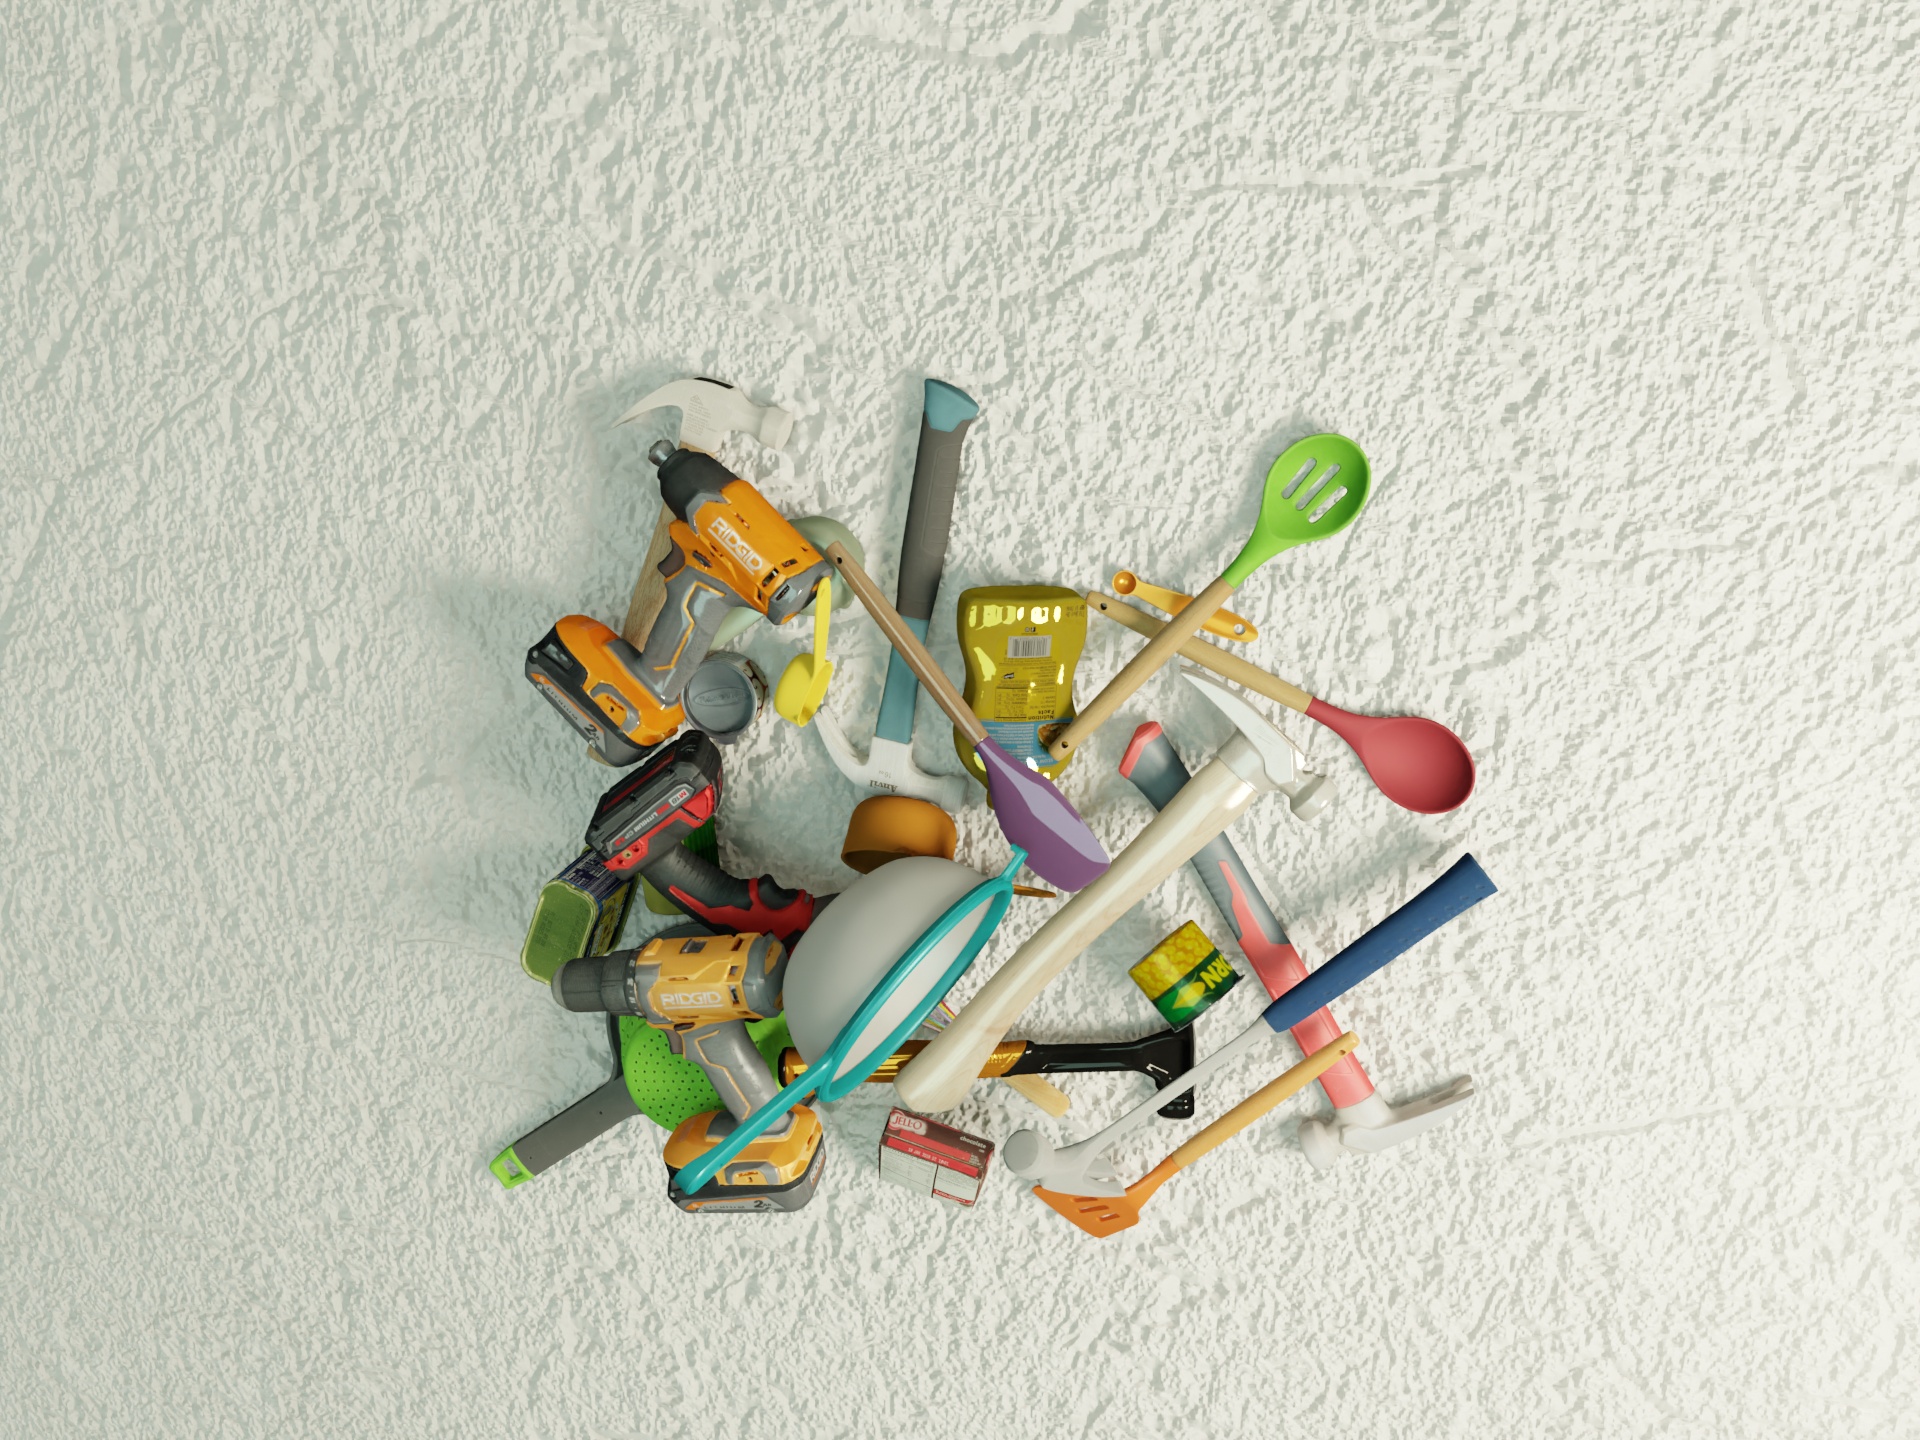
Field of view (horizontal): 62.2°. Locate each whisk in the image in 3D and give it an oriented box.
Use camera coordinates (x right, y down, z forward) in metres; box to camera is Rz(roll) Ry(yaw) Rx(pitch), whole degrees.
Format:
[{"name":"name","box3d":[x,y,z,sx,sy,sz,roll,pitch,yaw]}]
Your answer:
[{"name":"whisk","box3d":[-0.011,0.252,1.316,0.245,0.051,0.047,37,97,-6]}]

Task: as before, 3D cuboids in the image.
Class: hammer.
[{"name":"hammer","box3d":[-0.242,-0.113,1.264,0.130,0.031,0.331,23,110,5]},{"name":"hammer","box3d":[-0.033,-0.094,1.221,0.128,0.033,0.331,13,109,8]},{"name":"hammer","box3d":[0.087,0.144,1.206,0.146,0.038,0.410,43,104,-2]},{"name":"hammer","box3d":[0.224,0.233,1.191,0.405,0.143,0.035,-38,51,10]},{"name":"hammer","box3d":[0.021,0.266,1.281,0.337,0.034,0.127,-3,106,1]},{"name":"hammer","box3d":[0.248,0.164,1.231,0.143,0.038,0.386,-28,98,18]}]

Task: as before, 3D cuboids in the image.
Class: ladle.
[{"name":"ladle","box3d":[0.235,-0.022,1.185,0.315,0.031,0.069,27,110,6]}]

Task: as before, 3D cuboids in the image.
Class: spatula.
[{"name":"spatula","box3d":[-0.002,-0.004,1.178,0.059,0.018,0.316,-37,89,23]},{"name":"spatula","box3d":[0.191,0.332,1.272,0.081,0.041,0.322,40,116,-16]}]

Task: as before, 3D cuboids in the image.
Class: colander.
[{"name":"colander","box3d":[-0.280,0.325,1.370,0.397,0.094,0.204,-35,96,20]}]

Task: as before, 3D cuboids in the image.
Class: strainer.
[{"name":"strainer","box3d":[-0.101,0.200,1.134,0.095,0.340,0.210,41,136,15]}]

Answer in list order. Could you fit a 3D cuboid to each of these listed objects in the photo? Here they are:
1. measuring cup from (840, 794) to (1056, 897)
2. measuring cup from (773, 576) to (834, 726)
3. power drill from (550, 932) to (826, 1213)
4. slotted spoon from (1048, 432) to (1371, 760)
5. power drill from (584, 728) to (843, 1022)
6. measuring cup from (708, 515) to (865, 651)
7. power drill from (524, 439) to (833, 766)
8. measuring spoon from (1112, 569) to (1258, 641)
[{"name":"measuring cup","box3d":[-0.005,0.101,1.256,0.173,0.095,0.052,12,69,-6]},{"name":"measuring cup","box3d":[-0.119,-0.057,1.212,0.029,0.062,0.156,23,140,10]},{"name":"power drill","box3d":[-0.208,0.269,1.230,0.185,0.084,0.226,-5,113,15]},{"name":"slotted spoon","box3d":[0.175,-0.084,1.159,0.070,0.031,0.313,45,103,2]},{"name":"power drill","box3d":[-0.175,0.122,1.243,0.143,0.079,0.219,-36,108,9]},{"name":"measuring cup","box3d":[-0.151,-0.095,1.244,0.167,0.038,0.083,-32,97,17]},{"name":"power drill","box3d":[-0.226,-0.093,1.208,0.164,0.084,0.226,46,108,1]},{"name":"measuring spoon","box3d":[0.168,-0.085,1.191,0.117,0.011,0.021,22,109,2]}]
